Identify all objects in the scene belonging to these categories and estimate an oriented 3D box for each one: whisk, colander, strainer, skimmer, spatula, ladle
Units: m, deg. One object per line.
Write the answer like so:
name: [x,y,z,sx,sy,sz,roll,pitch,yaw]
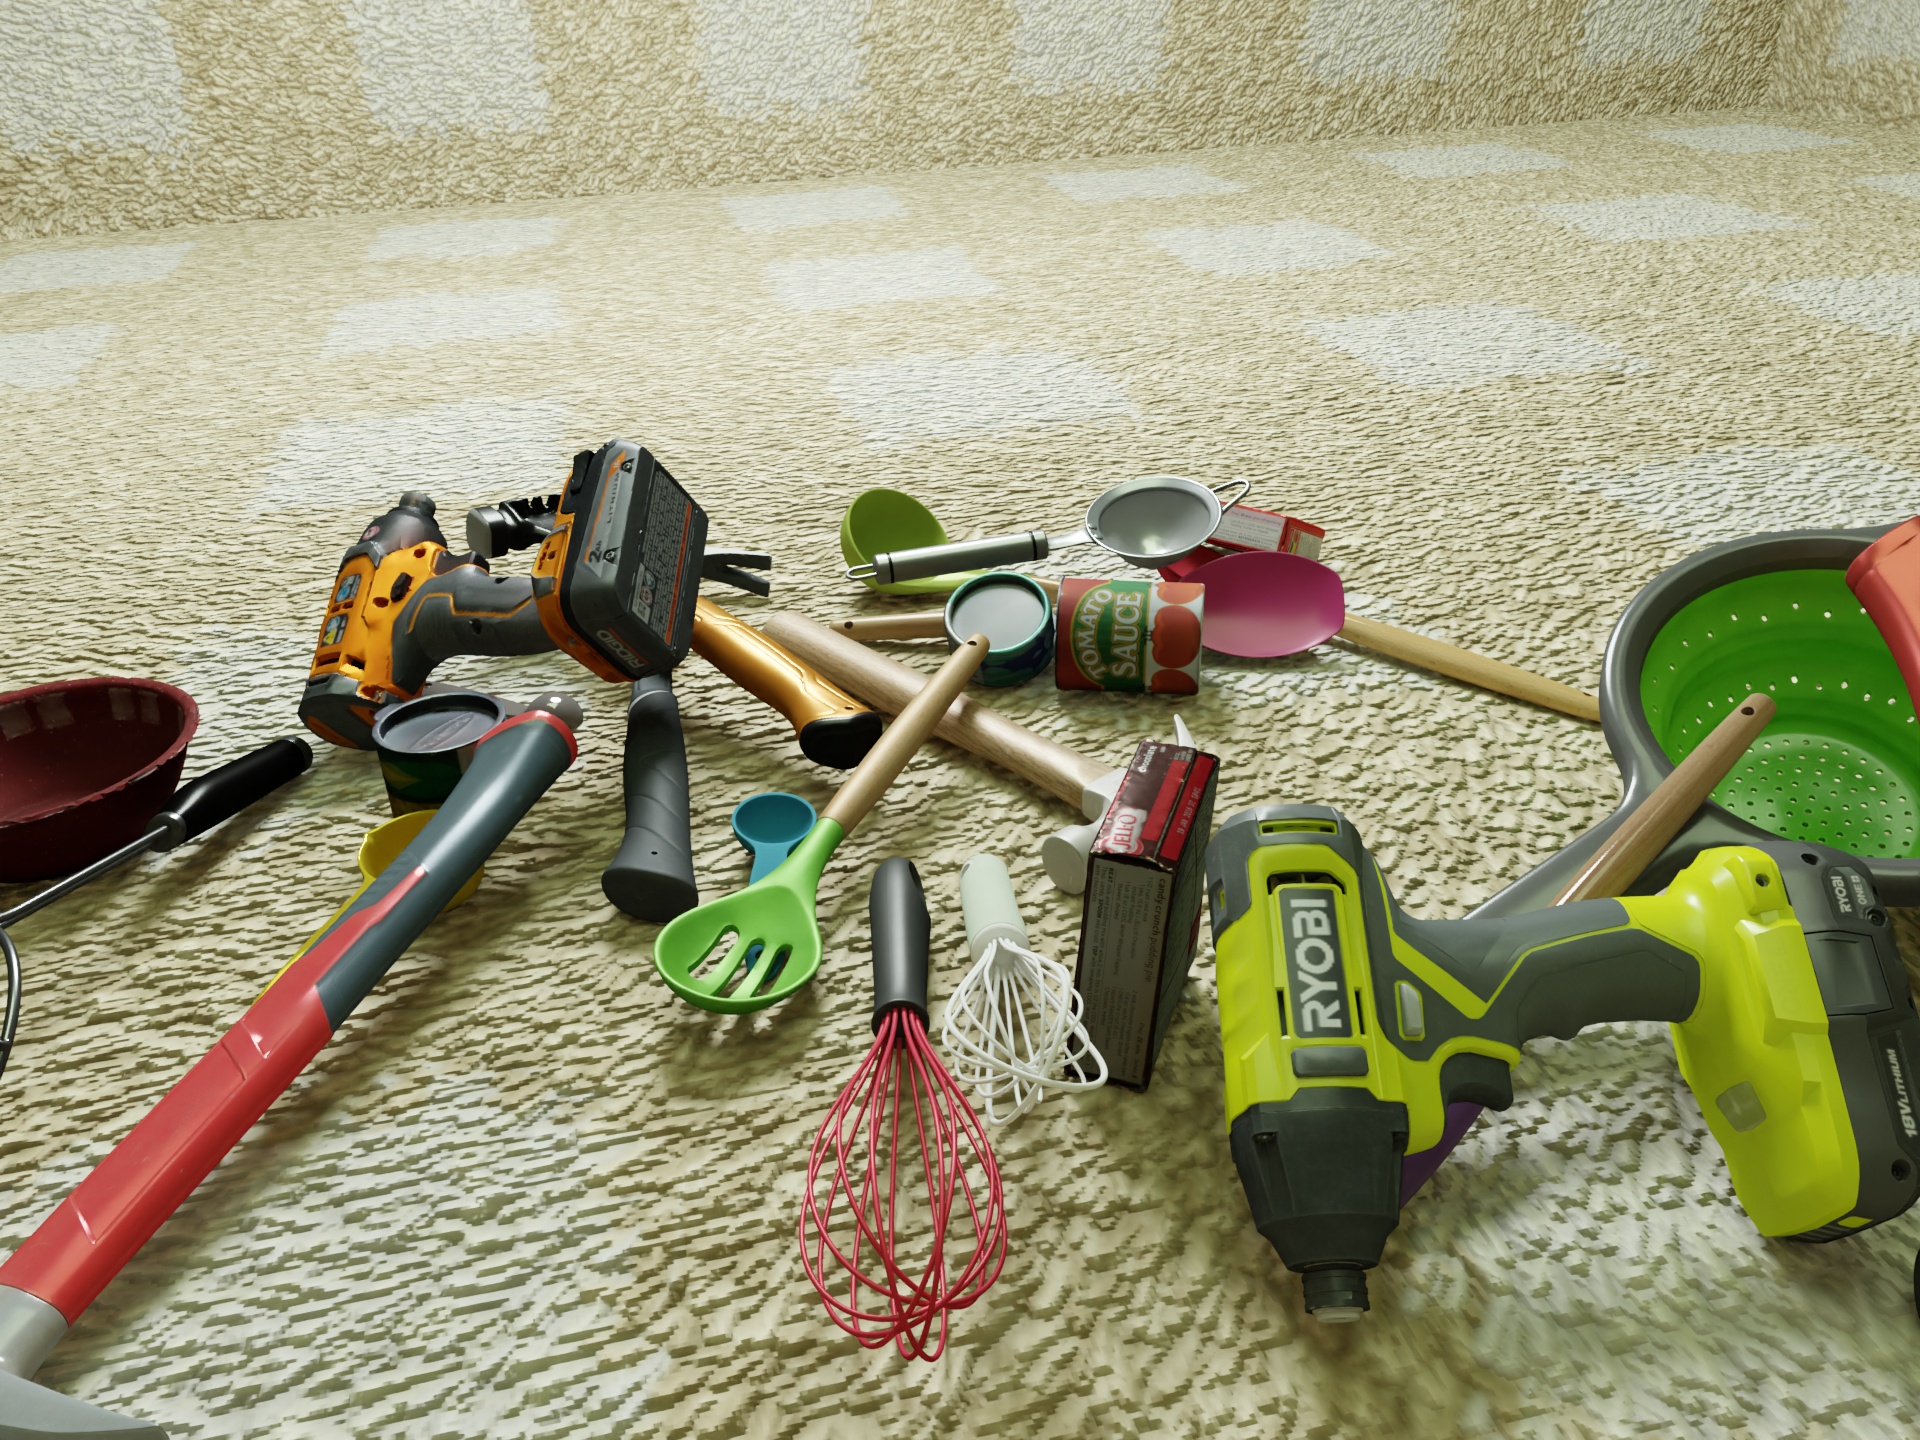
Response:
whisk: [0.018,0.095,0.635,0.059,0.058,0.246,18,9,-6]
colander: [0.327,0.056,0.705,0.397,0.094,0.205,-31,50,-13]
strainer: [0.056,-0.109,0.989,0.258,0.050,0.087,-10,41,-8]
whisk: [-0.023,0.130,0.616,0.073,0.073,0.296,-3,23,-1]
skimmer: [-0.378,0.096,0.717,0.127,0.090,0.363,-33,10,16]
spatula: [0.229,0.085,0.624,0.316,0.018,0.060,-39,44,-21]
ladle: [0.068,-0.091,1.021,0.320,0.062,0.078,14,47,22]
ladle: [0.245,-0.056,0.972,0.316,0.031,0.069,25,28,37]

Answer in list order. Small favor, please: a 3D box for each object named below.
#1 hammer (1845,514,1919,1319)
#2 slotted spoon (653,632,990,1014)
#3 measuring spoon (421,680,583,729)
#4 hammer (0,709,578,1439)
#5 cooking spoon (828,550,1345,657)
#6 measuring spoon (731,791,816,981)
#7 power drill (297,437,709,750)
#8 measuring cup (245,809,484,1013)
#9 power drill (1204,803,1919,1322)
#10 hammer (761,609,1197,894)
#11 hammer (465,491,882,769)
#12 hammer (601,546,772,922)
hammer: [0.407,0.060,0.595,0.149,0.036,0.359,1,51,13]
slotted spoon: [-0.049,0.040,0.773,0.070,0.031,0.314,18,39,16]
measuring spoon: [-0.279,-0.015,0.940,0.124,0.018,0.034,11,31,19]
hammer: [-0.248,0.116,0.638,0.143,0.038,0.386,8,36,17]
cooking spoon: [0.074,-0.064,0.984,0.319,0.069,0.017,-3,-16,9]
measuring spoon: [-0.091,0.082,0.756,0.042,0.021,0.129,1,37,-4]
power drill: [-0.257,-0.080,0.888,0.226,0.084,0.164,-12,56,22]
measuring cup: [-0.274,0.099,0.729,0.062,0.029,0.157,10,39,16]
power drill: [0.202,0.116,0.551,0.223,0.080,0.171,0,62,-1]
hammer: [-0.001,-0.003,0.885,0.130,0.031,0.332,-24,35,-34]
hammer: [-0.155,-0.063,0.930,0.127,0.034,0.337,-18,39,-38]
hammer: [-0.171,-0.015,0.909,0.149,0.036,0.409,1,29,-12]
